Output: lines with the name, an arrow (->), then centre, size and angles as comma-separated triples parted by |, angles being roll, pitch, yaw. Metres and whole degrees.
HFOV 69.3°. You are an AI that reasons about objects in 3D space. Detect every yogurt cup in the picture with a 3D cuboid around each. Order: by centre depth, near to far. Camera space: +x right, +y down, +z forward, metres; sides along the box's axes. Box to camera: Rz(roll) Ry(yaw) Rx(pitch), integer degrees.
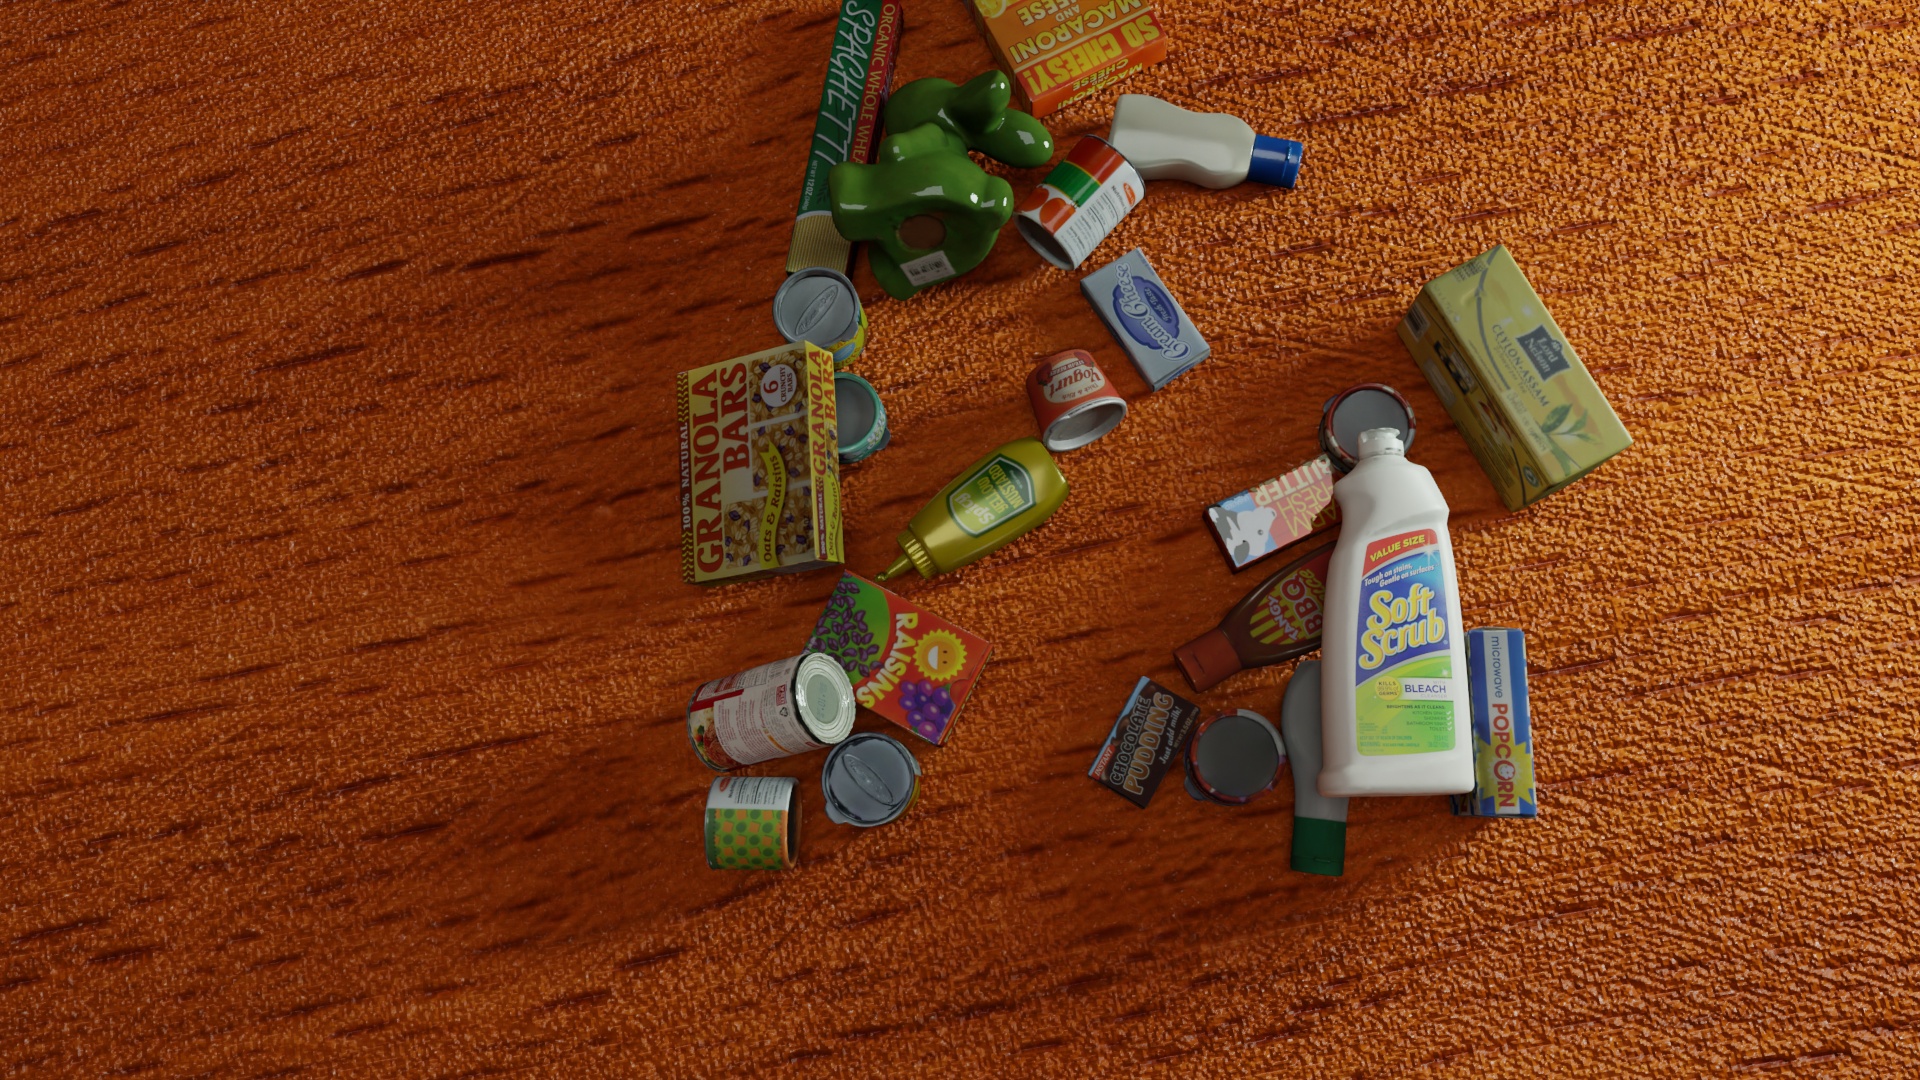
yogurt cup -> 0.084, -0.107, 1.043 | 0.072, 0.072, 0.054 | -24, 70, -1

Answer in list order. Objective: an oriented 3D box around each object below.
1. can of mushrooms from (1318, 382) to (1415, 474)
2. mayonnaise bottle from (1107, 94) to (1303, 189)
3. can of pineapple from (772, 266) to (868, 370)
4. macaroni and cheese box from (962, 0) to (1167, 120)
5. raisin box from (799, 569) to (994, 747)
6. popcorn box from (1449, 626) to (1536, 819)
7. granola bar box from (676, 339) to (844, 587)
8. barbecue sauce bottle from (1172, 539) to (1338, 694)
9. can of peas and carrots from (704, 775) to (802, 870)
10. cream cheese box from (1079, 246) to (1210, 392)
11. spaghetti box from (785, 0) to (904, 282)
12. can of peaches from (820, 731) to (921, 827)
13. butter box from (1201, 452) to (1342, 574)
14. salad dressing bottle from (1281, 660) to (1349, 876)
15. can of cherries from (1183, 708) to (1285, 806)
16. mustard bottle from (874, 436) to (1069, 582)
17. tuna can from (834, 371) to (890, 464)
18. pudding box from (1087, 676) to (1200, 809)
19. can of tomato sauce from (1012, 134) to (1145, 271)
can of mushrooms -> 0.302, -0.084, 1.036 | 0.071, 0.033, 0.071 | -1, 79, 5
mayonnaise bottle -> 0.191, -0.307, 1.089 | 0.148, 0.041, 0.065 | 12, 80, 6
can of pineapple -> -0.106, -0.169, 1.073 | 0.071, 0.057, 0.071 | -1, 78, 5
macaroni and cheese box -> 0.075, -0.438, 1.126 | 0.124, 0.040, 0.166 | -26, 77, -2
raisin box -> -0.048, 0.087, 1.023 | 0.123, 0.040, 0.086 | 27, 80, 9
popcorn box -> 0.363, 0.127, 0.959 | 0.038, 0.085, 0.127 | 0, 79, 6
granola bar box -> -0.151, -0.055, 1.040 | 0.124, 0.039, 0.166 | -10, 76, 27
barbecue sauce bottle -> 0.227, 0.060, 1.006 | 0.148, 0.043, 0.065 | -29, 78, -2
can of peas and carrots -> -0.147, 0.204, 0.993 | 0.059, 0.071, 0.071 | 0, 78, 4
cream cheese box -> 0.142, -0.171, 1.071 | 0.053, 0.024, 0.104 | -32, 77, -2
spaghetti box -> -0.092, -0.323, 1.120 | 0.050, 0.028, 0.250 | 9, 79, 5
can of peaches -> -0.065, 0.173, 0.996 | 0.071, 0.058, 0.071 | -1, 79, 4
butter box -> 0.238, -0.020, 1.032 | 0.103, 0.024, 0.053 | -25, 77, -1
salad dressing bottle -> 0.257, 0.160, 0.982 | 0.064, 0.044, 0.148 | 7, 80, 4
can of cherries -> 0.191, 0.156, 0.980 | 0.071, 0.058, 0.071 | -1, 78, 4
mustard bottle -> 0.004, -0.013, 1.035 | 0.160, 0.048, 0.065 | -35, 76, -4
tuna can -> -0.089, -0.093, 1.068 | 0.071, 0.032, 0.071 | -1, 78, 5
pudding box -> 0.132, 0.145, 1.001 | 0.050, 0.030, 0.084 | 30, 82, 11
can of tomato sauce -> 0.090, -0.261, 1.075 | 0.071, 0.071, 0.083 | 42, 85, 11
